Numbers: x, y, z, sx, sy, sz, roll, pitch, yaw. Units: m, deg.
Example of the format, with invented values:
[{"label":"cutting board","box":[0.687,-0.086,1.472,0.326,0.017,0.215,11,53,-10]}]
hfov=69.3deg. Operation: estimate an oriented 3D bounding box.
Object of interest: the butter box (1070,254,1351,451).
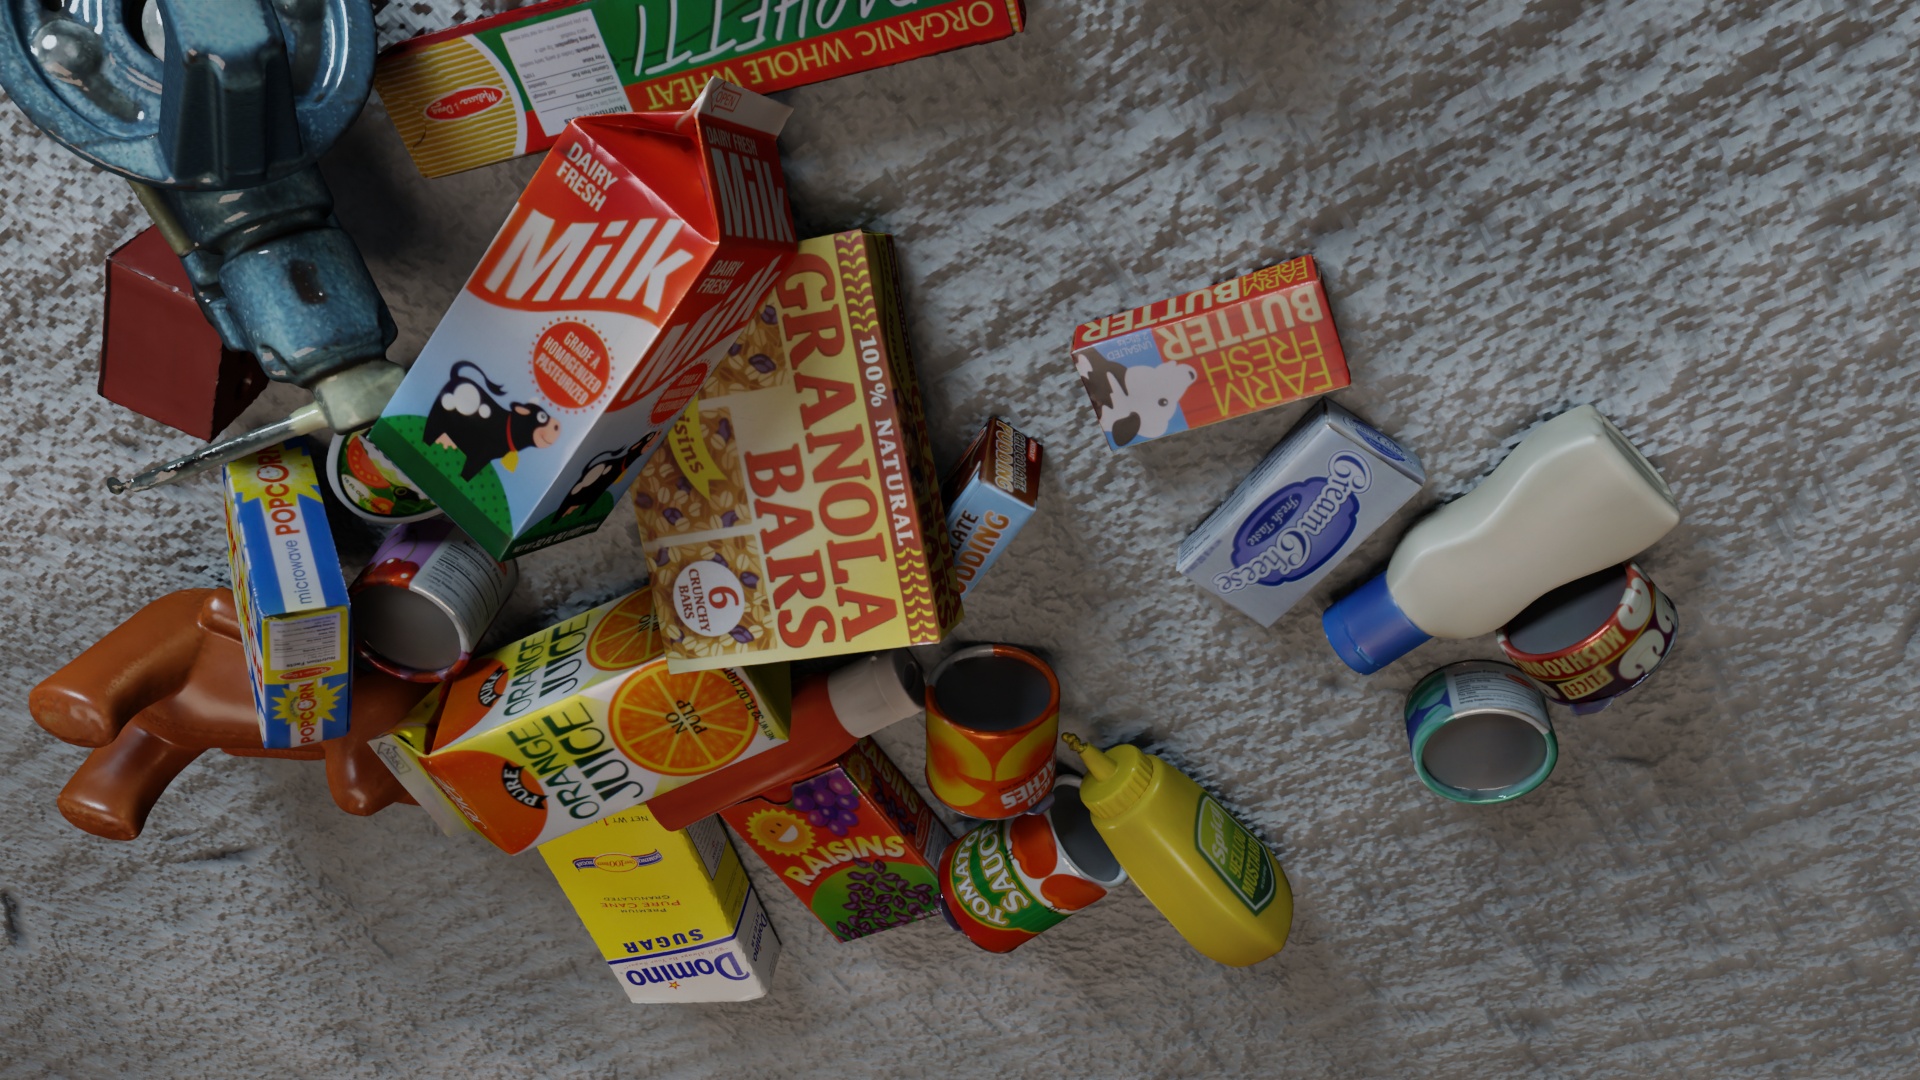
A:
[{"label":"butter box","box":[0.102,-0.075,0.568,0.103,0.024,0.053,-15,123,20]}]

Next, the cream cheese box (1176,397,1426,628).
[{"label":"cream cheese box","box":[0.147,-0.010,0.609,0.053,0.024,0.103,30,125,-13]}]

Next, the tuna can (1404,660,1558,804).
[{"label":"tuna can","box":[0.247,0.094,0.664,0.071,0.033,0.070,5,126,6]}]

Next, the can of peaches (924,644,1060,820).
[{"label":"can of peaches","box":[0.017,0.094,0.680,0.071,0.071,0.057,5,126,6]}]

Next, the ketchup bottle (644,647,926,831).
[{"label":"ketchup bottle","box":[-0.089,0.097,0.708,0.148,0.065,0.043,-26,105,16]}]

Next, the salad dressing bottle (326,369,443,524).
[{"label":"salad dressing bottle","box":[-0.223,-0.059,0.622,0.147,0.044,0.064,-30,115,27]}]

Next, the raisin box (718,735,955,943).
[{"label":"raisin box","box":[-0.063,0.161,0.763,0.086,0.040,0.123,-22,119,25]}]

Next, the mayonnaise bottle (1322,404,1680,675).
[{"label":"mayonnaise bottle","box":[0.225,0.007,0.599,0.064,0.041,0.147,41,123,-14]}]

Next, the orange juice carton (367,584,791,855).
[{"label":"orange juice carton","box":[-0.184,0.087,0.675,0.193,0.073,0.071,-23,121,5]}]

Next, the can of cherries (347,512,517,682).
[{"label":"can of cherries","box":[-0.263,0.029,0.685,0.071,0.059,0.071,4,127,6]}]

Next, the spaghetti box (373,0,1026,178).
[{"label":"spaghetti box","box":[-0.100,-0.186,0.516,0.250,0.029,0.050,-8,124,15]}]

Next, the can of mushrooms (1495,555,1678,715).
[{"label":"can of mushrooms","box":[0.266,0.037,0.594,0.071,0.071,0.033,-35,112,30]}]

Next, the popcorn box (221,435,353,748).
[{"label":"popcorn box","box":[-0.315,0.022,0.648,0.038,0.127,0.084,-8,135,-31]}]

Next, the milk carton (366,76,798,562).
[{"label":"milk carton","box":[-0.130,-0.089,0.521,0.073,0.072,0.190,42,107,6]}]

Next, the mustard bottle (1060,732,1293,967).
[{"label":"mustard bottle","box":[0.107,0.151,0.712,0.048,0.066,0.160,-33,111,33]}]

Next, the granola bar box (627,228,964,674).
[{"label":"granola bar box","box":[-0.075,-0.035,0.576,0.124,0.039,0.165,-8,97,17]}]

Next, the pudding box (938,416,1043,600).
[{"label":"pudding box","box":[0.002,-0.008,0.619,0.030,0.050,0.083,28,126,-13]}]

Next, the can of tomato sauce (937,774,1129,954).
[{"label":"can of tomato sauce","box":[0.038,0.171,0.734,0.071,0.071,0.082,39,122,-19]}]
